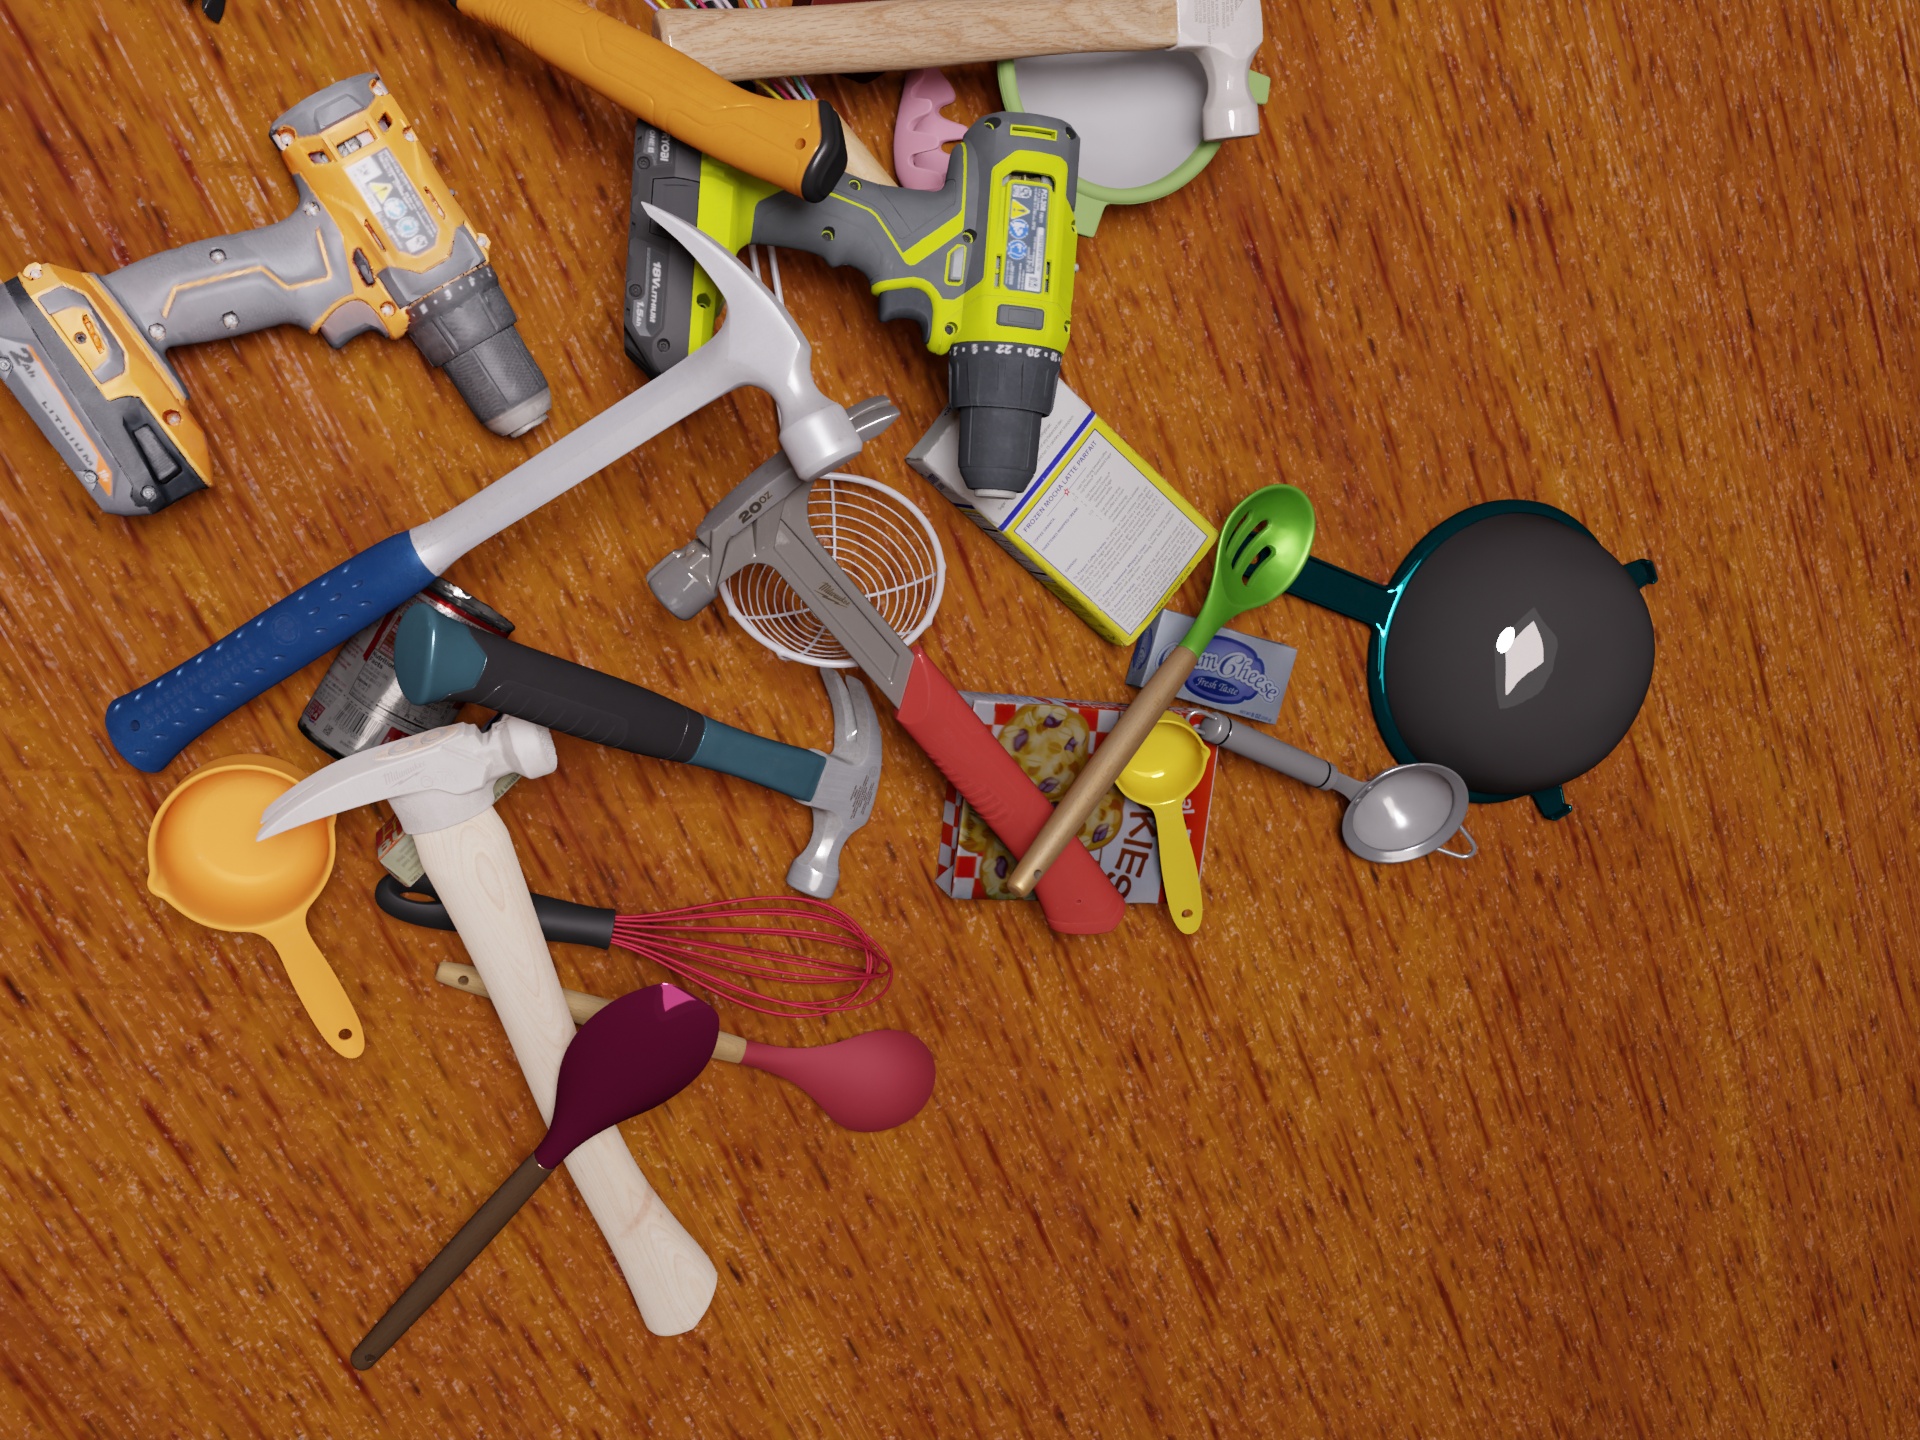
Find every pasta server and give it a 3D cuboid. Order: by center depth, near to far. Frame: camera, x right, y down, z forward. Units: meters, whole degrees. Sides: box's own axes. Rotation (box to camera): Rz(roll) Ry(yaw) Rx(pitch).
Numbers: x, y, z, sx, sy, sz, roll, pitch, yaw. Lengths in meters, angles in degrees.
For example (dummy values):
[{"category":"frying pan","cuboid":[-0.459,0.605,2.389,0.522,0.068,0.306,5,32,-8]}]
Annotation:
[{"category":"pasta server","cuboid":[-0.008,-0.435,0.873,0.040,0.060,0.316,7,97,21]}]

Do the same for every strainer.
[{"category":"strainer","cuboid":[0.050,-0.407,0.877,0.151,0.069,0.256,-40,113,-9]},{"category":"strainer","cuboid":[0.240,0.035,1.029,0.258,0.050,0.087,22,120,-31]},{"category":"strainer","cuboid":[0.329,-0.057,1.032,0.340,0.095,0.211,18,94,-23]}]

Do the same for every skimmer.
[{"category":"skimmer","cuboid":[-0.093,-0.210,0.856,0.127,0.090,0.363,-13,104,-14]}]

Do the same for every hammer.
[{"category":"hammer","cuboid":[-0.204,-0.322,0.739,0.337,0.034,0.127,30,90,9]},{"category":"hammer","cuboid":[-0.251,-0.092,0.765,0.405,0.035,0.144,-29,92,13]},{"category":"hammer","cuboid":[0.007,-0.356,0.814,0.331,0.031,0.130,-12,107,-20]},{"category":"hammer","cuboid":[-0.150,0.007,0.822,0.330,0.033,0.128,23,88,-53]},{"category":"hammer","cuboid":[-0.001,-0.003,0.867,0.149,0.037,0.358,-37,124,4]},{"category":"hammer","cuboid":[-0.232,0.191,0.874,0.146,0.038,0.410,-19,117,-7]}]

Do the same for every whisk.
[{"category":"whisk","cuboid":[-0.088,-0.334,0.827,0.244,0.051,0.047,44,51,-32]},{"category":"whisk","cuboid":[-0.180,0.122,0.907,0.295,0.073,0.073,12,96,-16]}]

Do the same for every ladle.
[{"category":"ladle","cuboid":[-0.154,0.189,0.945,0.315,0.031,0.069,19,94,-20]}]

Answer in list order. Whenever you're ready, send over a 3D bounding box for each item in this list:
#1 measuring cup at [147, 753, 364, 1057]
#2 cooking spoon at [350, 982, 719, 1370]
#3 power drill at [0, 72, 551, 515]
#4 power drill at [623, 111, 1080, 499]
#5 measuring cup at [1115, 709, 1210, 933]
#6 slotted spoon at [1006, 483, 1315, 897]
[{"category":"measuring cup","cuboid":[-0.358,0.098,0.842,0.095,0.052,0.173,-25,110,-14]},{"category":"cooking spoon","cuboid":[-0.243,0.258,0.874,0.068,0.017,0.319,36,107,-22]},{"category":"power drill","cuboid":[-0.332,-0.184,0.785,0.226,0.084,0.185,-36,111,-15]},{"category":"power drill","cuboid":[-0.053,-0.216,0.810,0.228,0.080,0.190,4,94,-12]},{"category":"measuring cup","cuboid":[0.128,0.063,0.979,0.062,0.029,0.156,-14,118,0]},{"category":"slotted spoon","cuboid":[0.117,-0.022,0.923,0.314,0.031,0.070,-52,124,-24]}]
